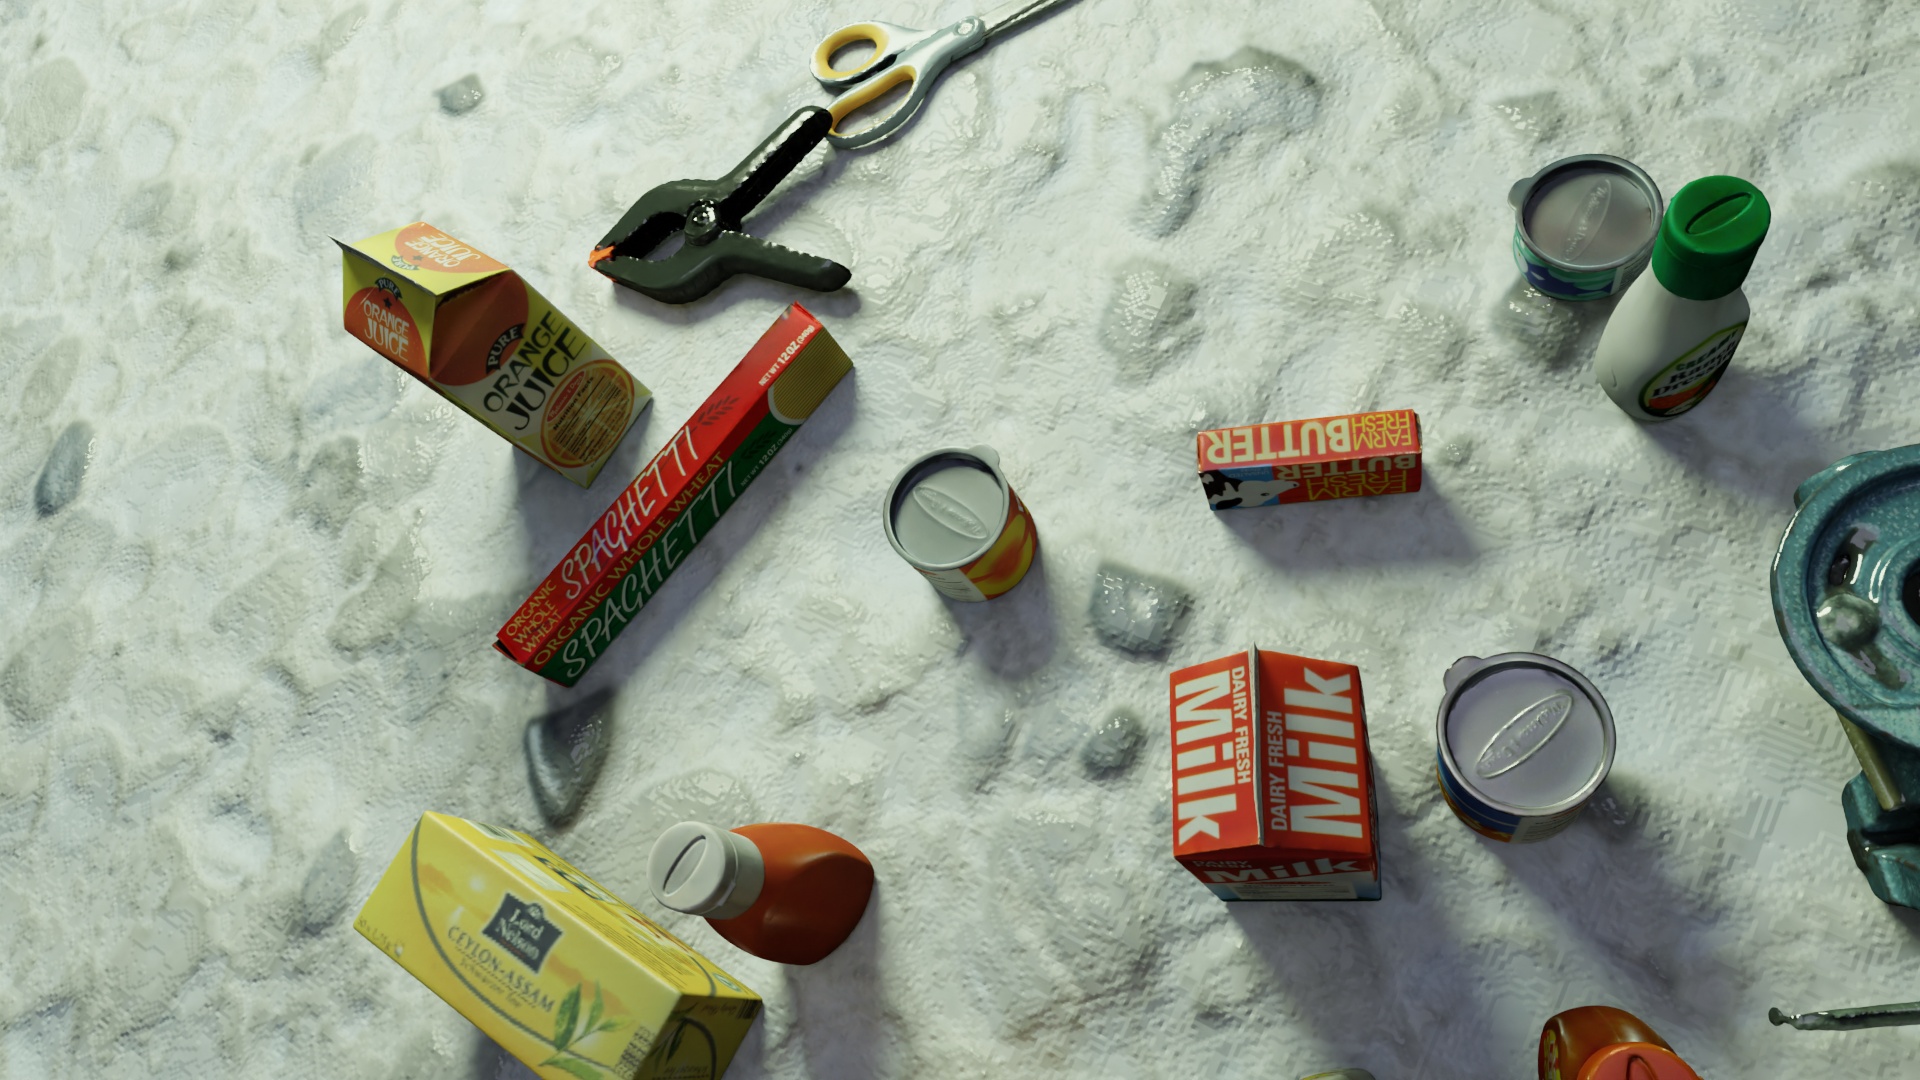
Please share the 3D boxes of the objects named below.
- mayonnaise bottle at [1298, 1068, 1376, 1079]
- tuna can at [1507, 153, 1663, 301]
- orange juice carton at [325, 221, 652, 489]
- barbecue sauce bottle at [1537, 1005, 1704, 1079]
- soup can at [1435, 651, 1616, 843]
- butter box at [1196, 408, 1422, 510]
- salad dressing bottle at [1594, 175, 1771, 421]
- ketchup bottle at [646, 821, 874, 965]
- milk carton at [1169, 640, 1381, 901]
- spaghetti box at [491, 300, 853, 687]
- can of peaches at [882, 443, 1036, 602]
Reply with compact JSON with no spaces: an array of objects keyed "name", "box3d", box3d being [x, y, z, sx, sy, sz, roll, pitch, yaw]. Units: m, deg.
[{"name":"mayonnaise bottle","box3d":[0.132,0.228,0.529,0.065,0.147,0.041,-28,64,6]},{"name":"tuna can","box3d":[0.305,-0.154,0.684,0.071,0.032,0.071,-6,68,16]},{"name":"orange juice carton","box3d":[-0.257,-0.105,0.757,0.072,0.192,0.073,29,81,25]},{"name":"barbecue sauce bottle","box3d":[0.239,0.202,0.504,0.043,0.148,0.065,-12,67,14]},{"name":"soup can","box3d":[0.233,0.087,0.586,0.071,0.083,0.071,-6,69,16]},{"name":"butter box","box3d":[0.169,-0.038,0.672,0.103,0.053,0.024,-5,69,16]},{"name":"salad dressing bottle","box3d":[0.311,-0.101,0.597,0.064,0.147,0.044,-30,64,5]},{"name":"ketchup bottle","box3d":[-0.089,0.156,0.627,0.043,0.148,0.065,31,82,25]},{"name":"milk carton","box3d":[0.128,0.099,0.556,0.073,0.190,0.072,-5,69,16]},{"name":"spaghetti box","box3d":[-0.157,-0.024,0.773,0.029,0.050,0.250,38,85,26]},{"name":"can of peaches","box3d":[0.003,-0.009,0.712,0.071,0.058,0.071,-6,68,16]}]
